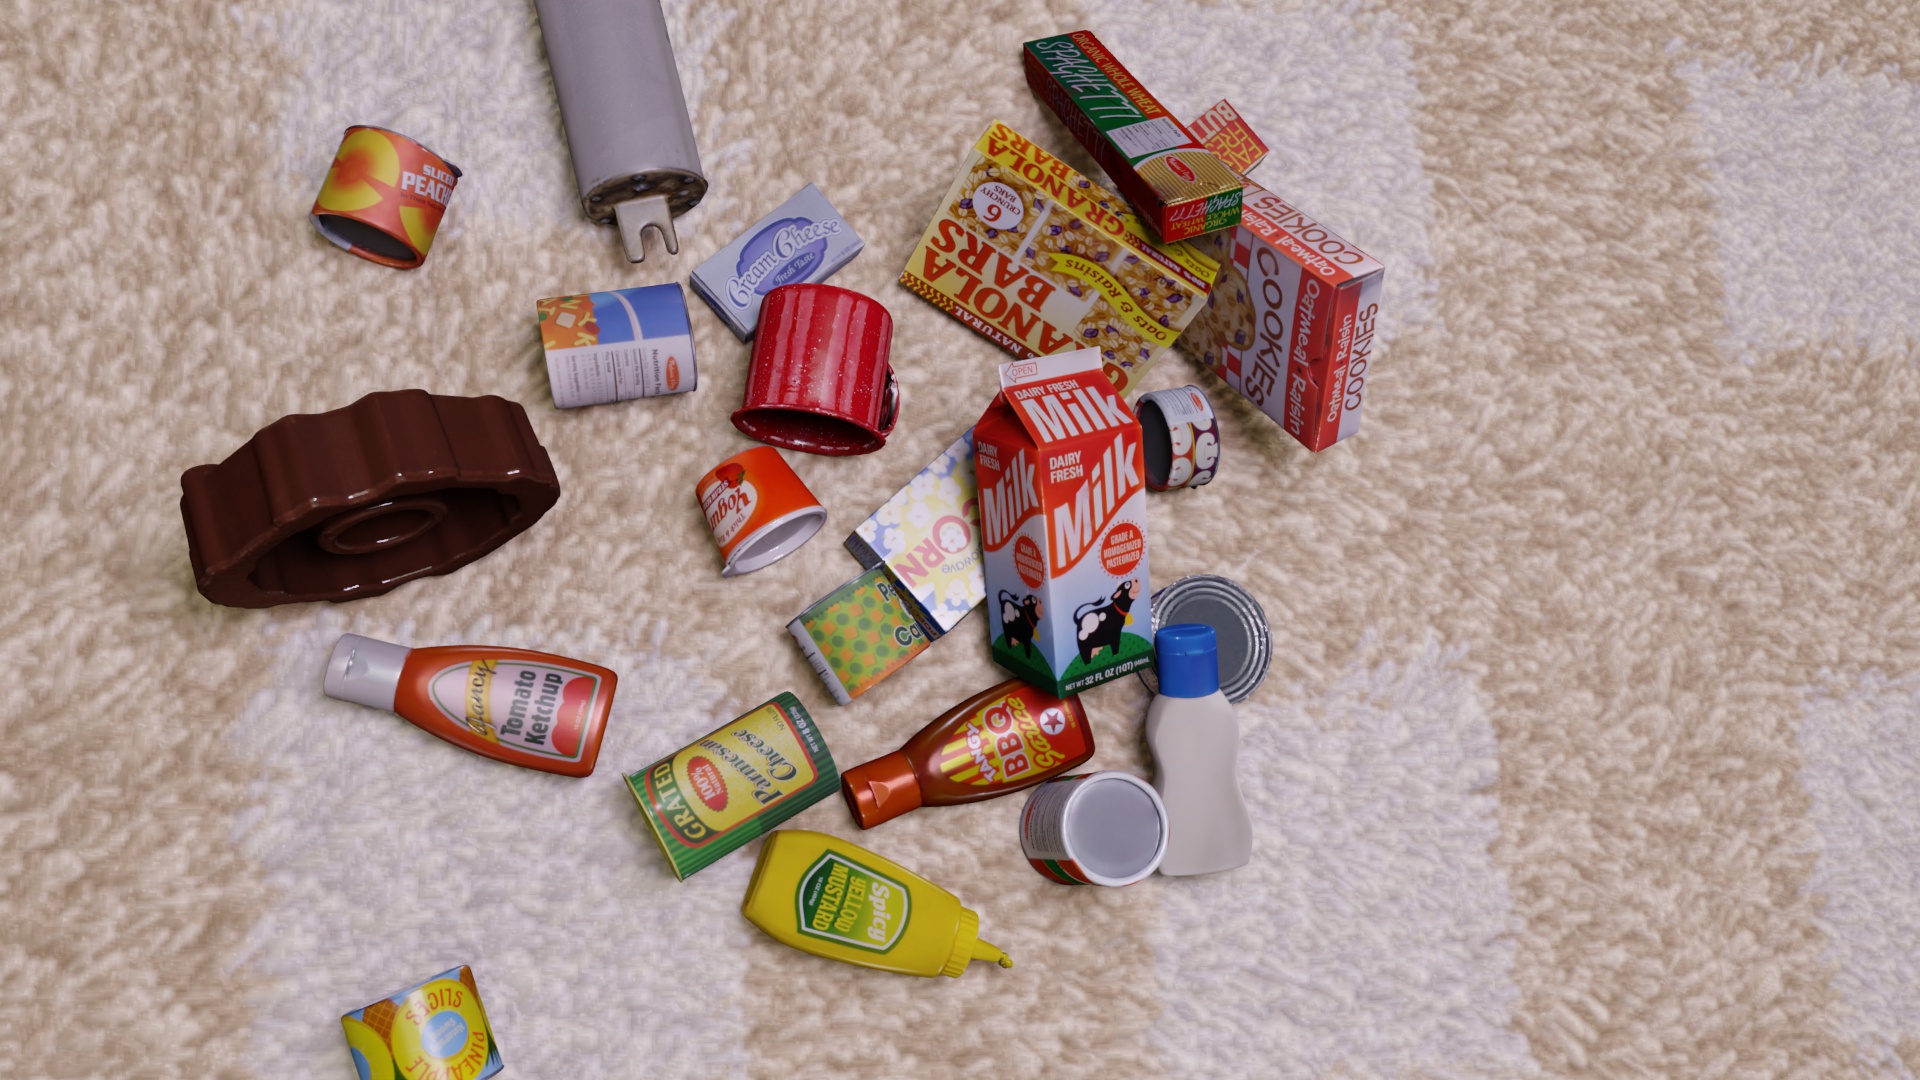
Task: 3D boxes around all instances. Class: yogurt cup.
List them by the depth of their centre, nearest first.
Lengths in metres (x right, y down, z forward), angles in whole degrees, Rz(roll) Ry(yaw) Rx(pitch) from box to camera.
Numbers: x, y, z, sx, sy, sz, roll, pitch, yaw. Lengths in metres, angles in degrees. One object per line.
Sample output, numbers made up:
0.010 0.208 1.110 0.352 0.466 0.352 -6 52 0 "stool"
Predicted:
-0.121 -0.020 0.824 0.072 0.072 0.054 -29 78 -18 "yogurt cup"

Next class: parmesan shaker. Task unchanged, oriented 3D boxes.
-0.129 0.135 0.783 0.103 0.071 0.071 -28 85 -19 "parmesan shaker"

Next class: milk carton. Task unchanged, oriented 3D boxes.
0.059 -0.014 0.808 0.072 0.073 0.189 -15 110 -28 "milk carton"

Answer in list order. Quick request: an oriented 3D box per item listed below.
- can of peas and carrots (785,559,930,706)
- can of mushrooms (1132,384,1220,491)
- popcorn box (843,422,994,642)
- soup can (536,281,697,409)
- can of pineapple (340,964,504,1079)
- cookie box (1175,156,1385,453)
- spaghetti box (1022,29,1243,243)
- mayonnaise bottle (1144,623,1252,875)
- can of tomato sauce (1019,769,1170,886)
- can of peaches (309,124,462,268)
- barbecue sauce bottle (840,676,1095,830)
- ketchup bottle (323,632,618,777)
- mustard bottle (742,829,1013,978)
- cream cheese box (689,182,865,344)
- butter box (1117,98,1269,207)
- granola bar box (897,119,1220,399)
-0.058 0.055 0.818 0.071 0.070 0.059 -33 88 -19 "can of peas and carrots"
0.138 -0.064 0.899 0.033 0.071 0.071 -10 80 -16 "can of mushrooms"
0.003 -0.011 0.865 0.127 0.038 0.085 -42 91 -19 "popcorn box"
-0.204 -0.117 0.825 0.084 0.071 0.071 -10 80 -16 "soup can"
-0.276 0.258 0.714 0.071 0.071 0.058 -20 83 -18 "can of pineapple"
0.184 -0.149 0.859 0.040 0.122 0.168 -24 47 -18 "cookie box"
0.102 -0.263 0.878 0.050 0.028 0.251 -16 43 -9 "spaghetti box"
0.141 0.126 0.841 0.065 0.041 0.147 -6 98 -6 "mayonnaise bottle"
0.080 0.170 0.817 0.071 0.083 0.071 3 77 -13 "can of tomato sauce"
-0.334 -0.198 0.809 0.071 0.071 0.058 18 74 -9 "can of peaches"
0.003 0.128 0.829 0.149 0.043 0.065 -20 85 -17 "barbecue sauce bottle"
-0.270 0.086 0.770 0.149 0.043 0.065 14 74 -10 "ketchup bottle"
-0.041 0.215 0.794 0.160 0.048 0.065 21 75 -9 "mustard bottle"
-0.116 -0.176 0.882 0.104 0.024 0.053 -42 89 -19 "cream cheese box"
0.164 -0.260 0.973 0.104 0.024 0.053 -42 90 -19 "butter box"
0.059 -0.168 0.870 0.165 0.123 0.039 32 51 -5 "granola bar box"
